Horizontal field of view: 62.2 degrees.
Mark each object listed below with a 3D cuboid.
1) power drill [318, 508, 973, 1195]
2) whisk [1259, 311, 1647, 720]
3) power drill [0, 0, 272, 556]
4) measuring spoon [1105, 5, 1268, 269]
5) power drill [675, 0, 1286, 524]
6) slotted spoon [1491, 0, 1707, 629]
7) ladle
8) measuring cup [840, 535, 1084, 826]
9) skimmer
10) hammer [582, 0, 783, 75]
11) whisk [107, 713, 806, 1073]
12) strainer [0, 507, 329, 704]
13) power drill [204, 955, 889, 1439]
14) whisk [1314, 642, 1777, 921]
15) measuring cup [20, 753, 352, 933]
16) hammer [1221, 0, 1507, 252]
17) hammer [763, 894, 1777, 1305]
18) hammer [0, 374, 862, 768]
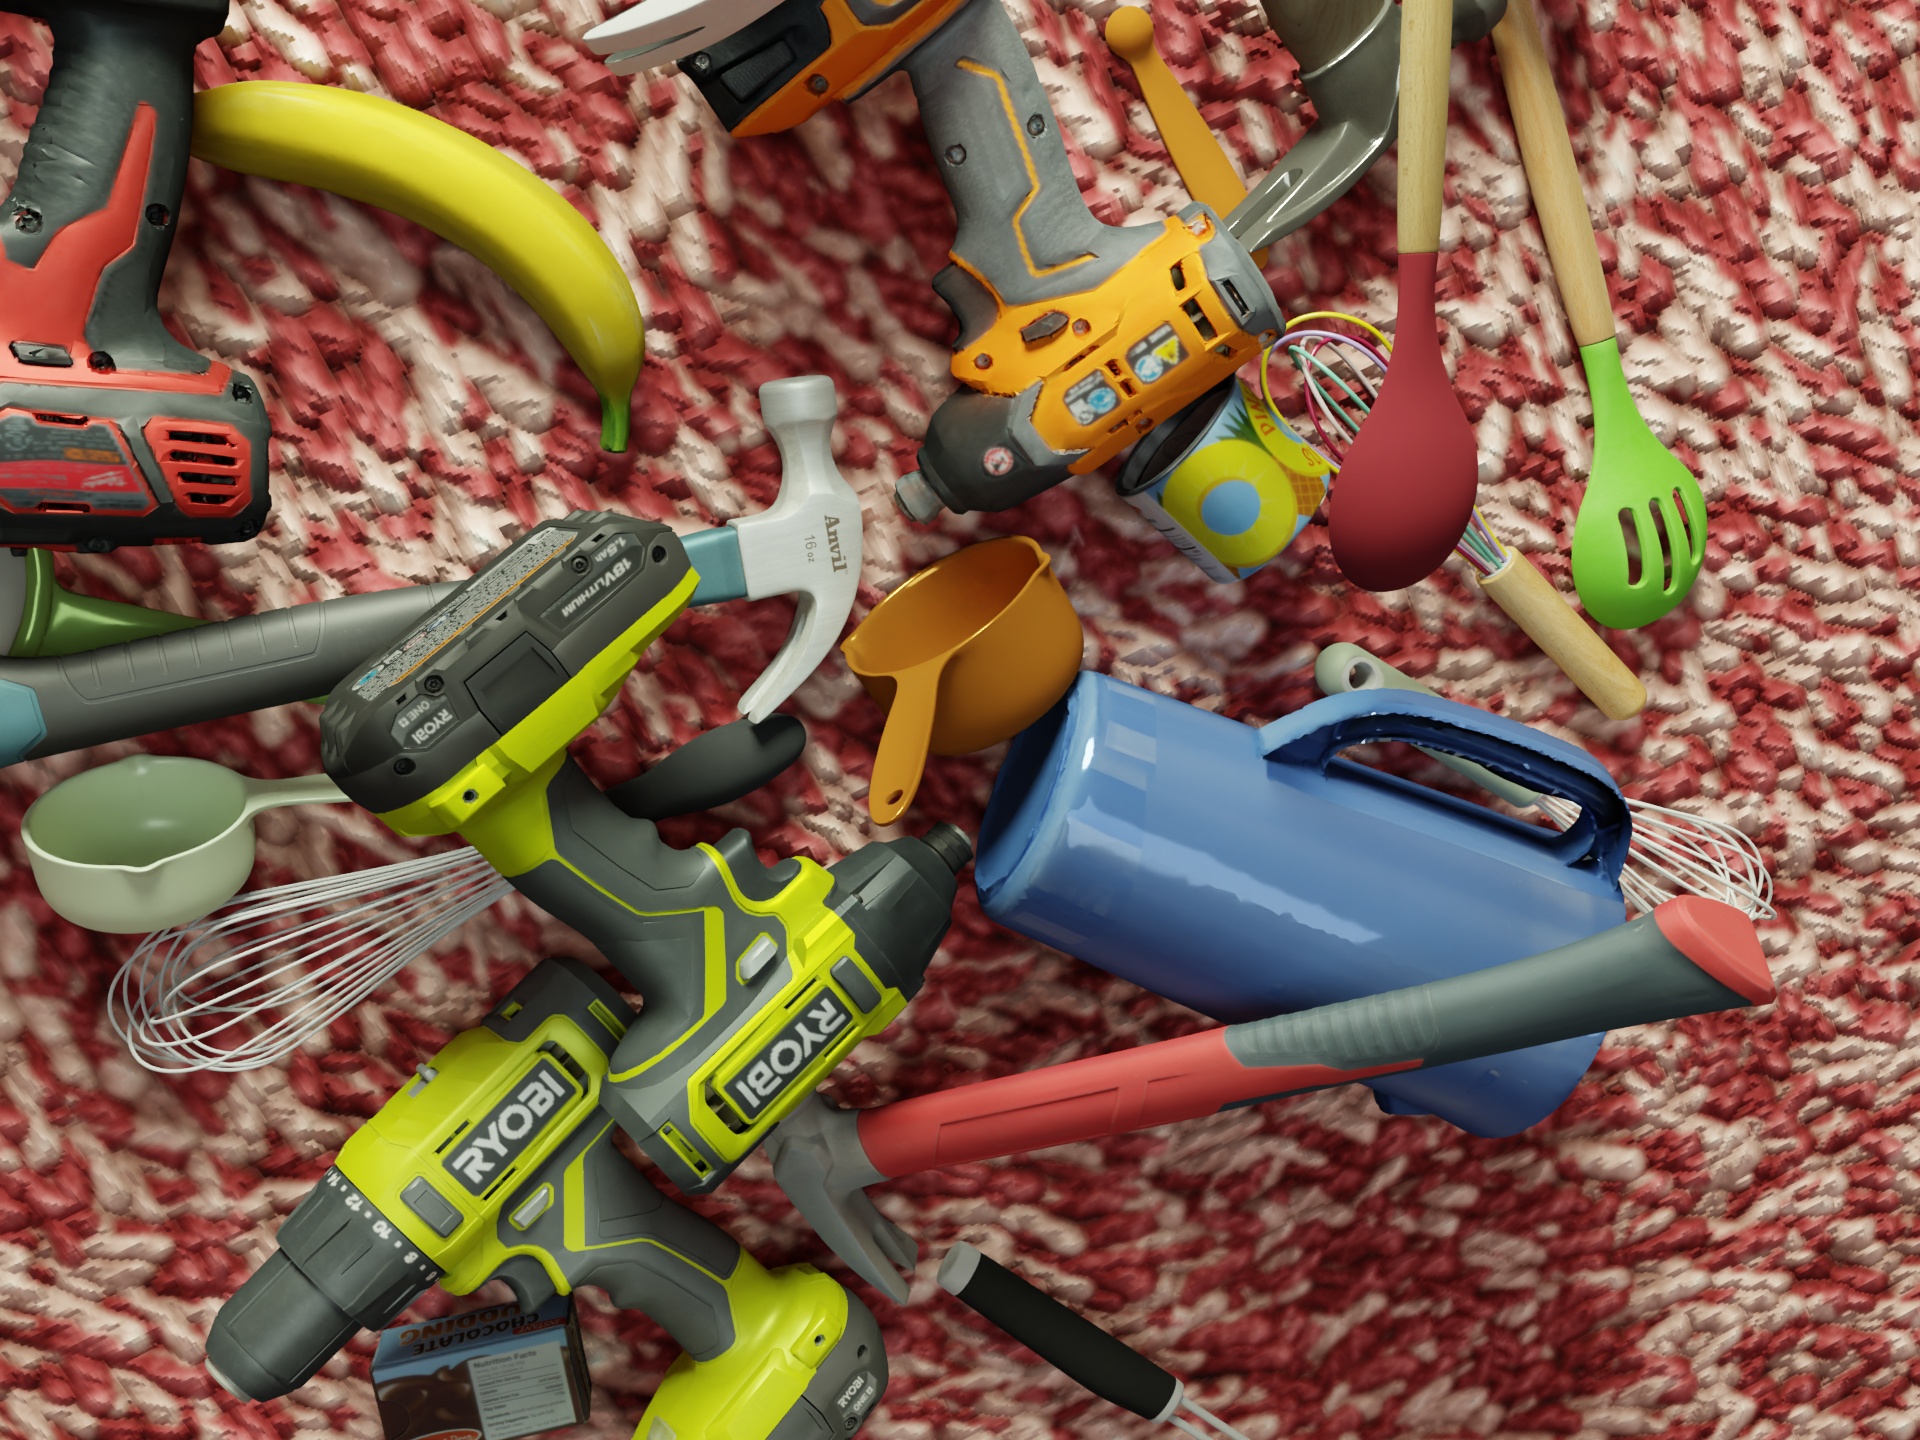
[{"bbox_3d":[-0.102,0.040,0.580,0.171,0.080,0.223,-43,116,-18],"label":"power drill"},{"bbox_3d":[0.218,-0.083,0.678,0.244,0.051,0.047,41,87,-18],"label":"whisk"},{"bbox_3d":[-0.315,-0.164,0.490,0.187,0.080,0.226,-3,103,-32],"label":"power drill"},{"bbox_3d":[0.094,-0.233,0.638,0.021,0.011,0.116,-34,106,-2],"label":"measuring spoon"},{"bbox_3d":[-0.005,-0.188,0.591,0.164,0.084,0.226,-35,110,13],"label":"power drill"},{"bbox_3d":[0.261,-0.185,0.672,0.070,0.031,0.313,-23,103,-10],"label":"slotted spoon"},{"bbox_3d":[0.173,-0.202,0.596,0.069,0.031,0.315,-8,105,-22],"label":"ladle"},{"bbox_3d":[-0.001,-0.002,0.592,0.095,0.174,0.052,-21,120,23],"label":"measuring cup"},{"bbox_3d":[0.143,0.342,0.760,0.363,0.090,0.127,34,96,-5],"label":"skimmer"},{"bbox_3d":[-0.160,-0.356,0.502,0.335,0.035,0.146,44,97,2],"label":"hammer"},{"bbox_3d":[-0.191,0.063,0.629,0.284,0.070,0.070,-24,105,-10],"label":"whisk"},{"bbox_3d":[-0.354,-0.046,0.578,0.256,0.069,0.151,13,98,-30],"label":"strainer"},{"bbox_3d":[-0.155,0.235,0.633,0.190,0.080,0.228,-46,108,-23],"label":"power drill"},{"bbox_3d":[0.261,0.032,0.708,0.246,0.059,0.058,29,88,-9],"label":"whisk"},{"bbox_3d":[-0.262,0.043,0.611,0.167,0.083,0.038,-7,121,-26],"label":"measuring cup"},{"bbox_3d":[0.047,-0.346,0.519,0.146,0.038,0.410,-47,126,-1],"label":"hammer"},{"bbox_3d":[0.105,0.145,0.611,0.386,0.038,0.143,-17,121,21],"label":"hammer"},{"bbox_3d":[-0.194,-0.037,0.588,0.331,0.033,0.128,-14,106,-18],"label":"hammer"}]
